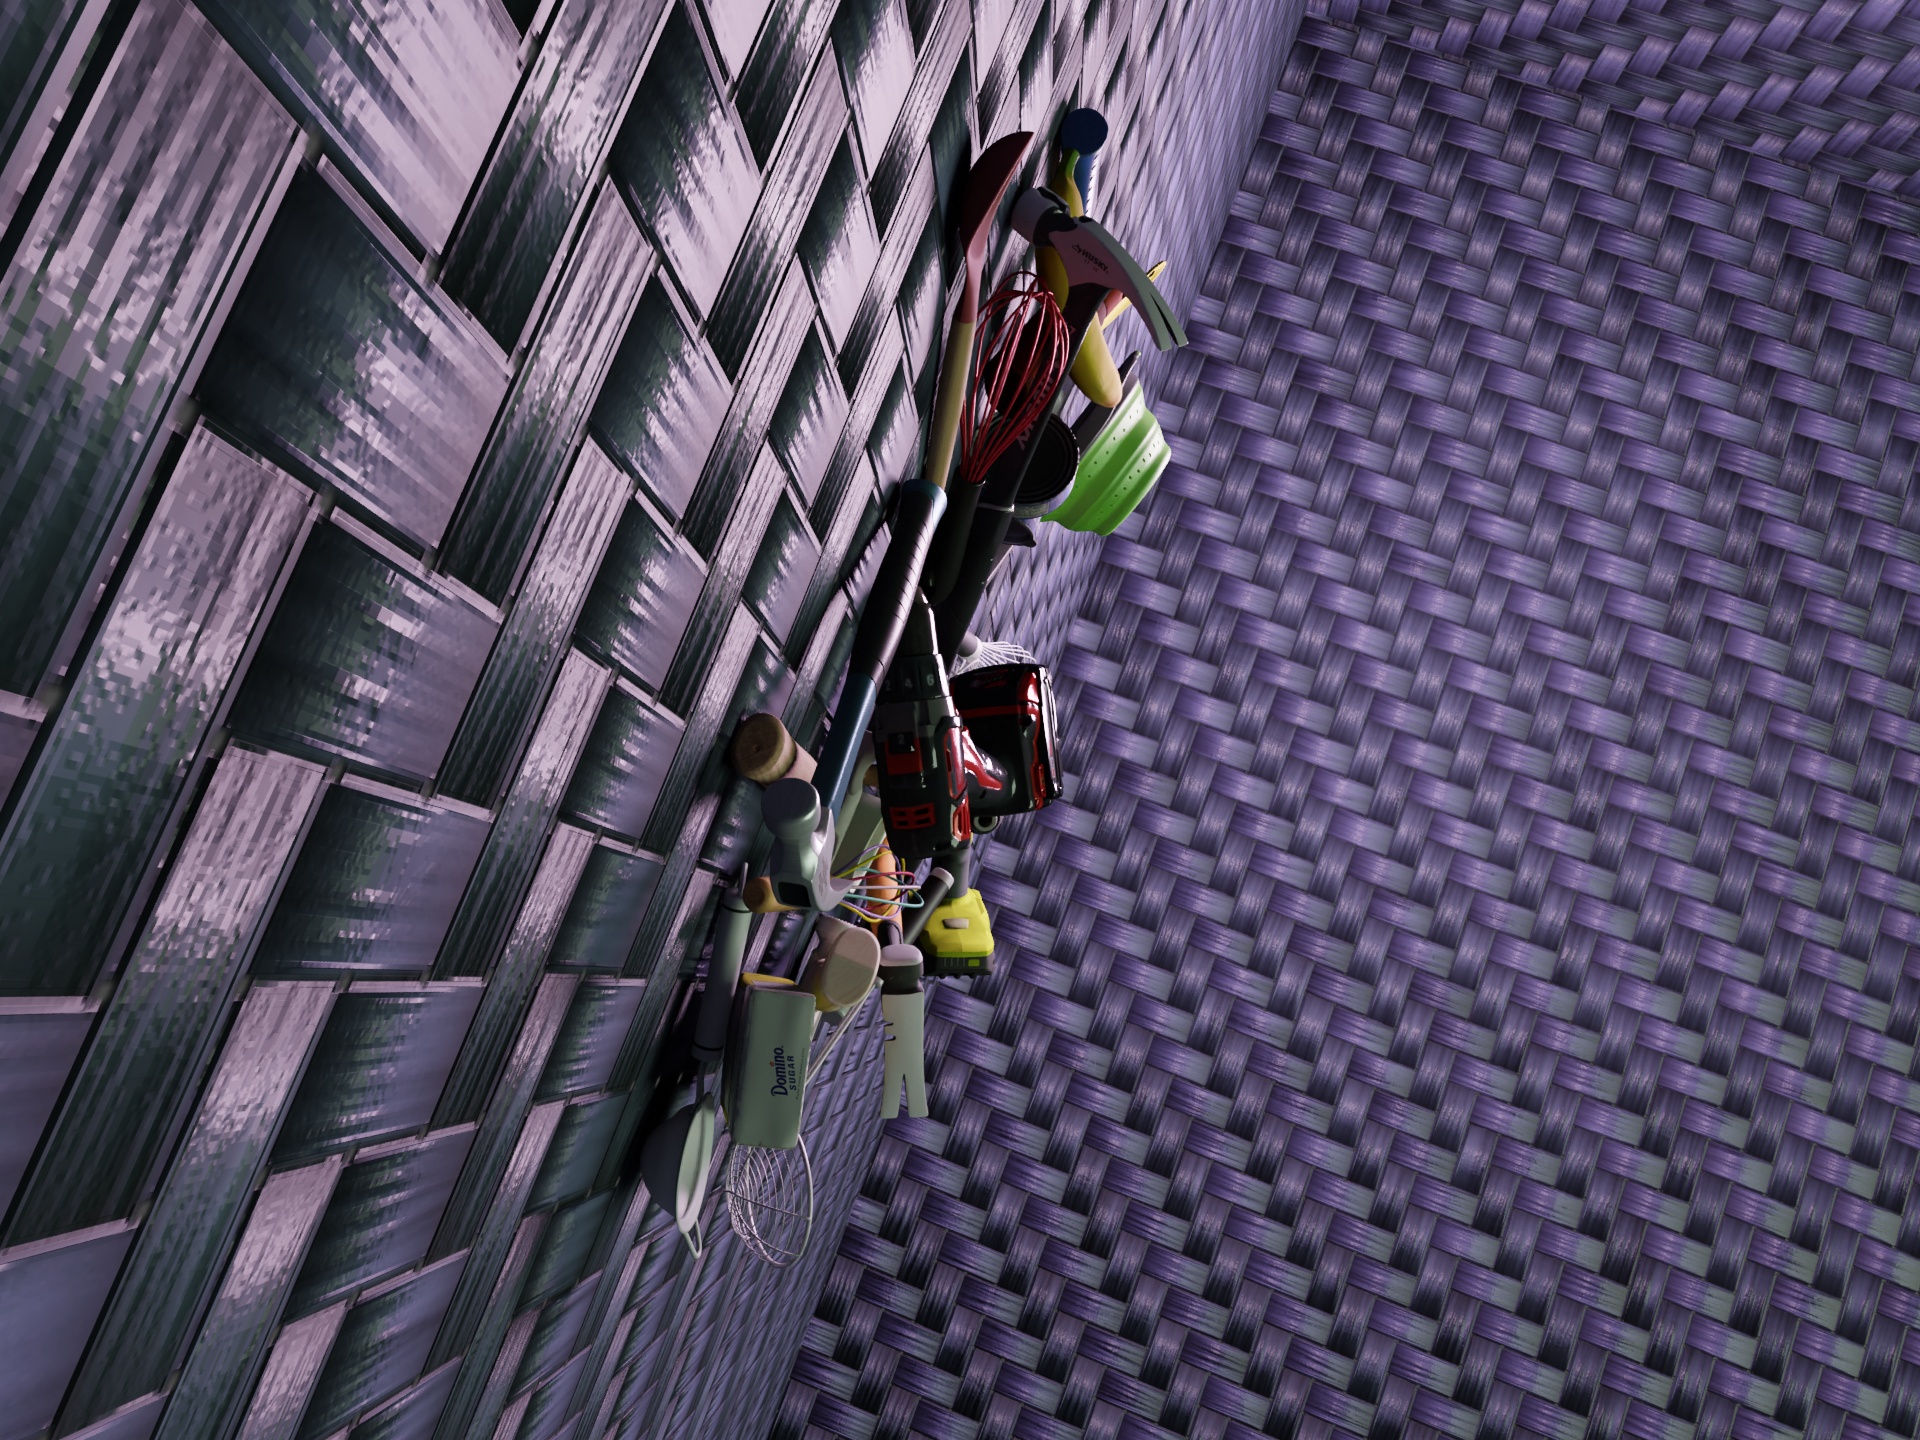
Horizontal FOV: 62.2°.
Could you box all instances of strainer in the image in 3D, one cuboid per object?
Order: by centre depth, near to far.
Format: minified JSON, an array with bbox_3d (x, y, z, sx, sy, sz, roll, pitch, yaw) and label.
[{"bbox_3d":[-0.159,0.208,0.978,0.087,0.050,0.258,-62,166,-79],"label":"strainer"}]

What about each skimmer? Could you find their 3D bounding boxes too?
[{"bbox_3d":[-0.089,0.295,1.389,0.127,0.090,0.363,-13,-143,57],"label":"skimmer"}]

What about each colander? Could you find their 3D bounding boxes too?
[{"bbox_3d":[0.105,-0.196,1.526,0.397,0.094,0.204,-56,-173,-36],"label":"colander"}]

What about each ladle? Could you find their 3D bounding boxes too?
[{"bbox_3d":[0.001,-0.236,1.002,0.315,0.031,0.069,105,10,-55],"label":"ladle"}]

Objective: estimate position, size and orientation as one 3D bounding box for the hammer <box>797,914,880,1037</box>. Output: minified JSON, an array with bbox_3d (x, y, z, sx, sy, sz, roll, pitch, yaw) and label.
[{"bbox_3d":[-0.101,0.203,1.161,0.410,0.038,0.146,127,-15,-77],"label":"hammer"}]

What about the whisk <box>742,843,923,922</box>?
[{"bbox_3d":[-0.080,0.114,1.039,0.047,0.051,0.245,-47,164,10],"label":"whisk"}]

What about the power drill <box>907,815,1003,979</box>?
[{"bbox_3d":[-0.001,0.133,1.553,0.191,0.080,0.228,-117,-150,-67],"label":"power drill"}]

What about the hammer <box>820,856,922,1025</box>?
[{"bbox_3d":[-0.057,0.146,1.482,0.146,0.035,0.334,-63,179,-44],"label":"hammer"}]

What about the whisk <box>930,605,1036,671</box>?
[{"bbox_3d":[0.015,-0.059,1.426,0.070,0.070,0.284,-69,160,-5],"label":"whisk"}]

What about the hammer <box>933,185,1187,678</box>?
[{"bbox_3d":[0.037,-0.171,1.170,0.036,0.149,0.408,-25,150,-42],"label":"hammer"}]

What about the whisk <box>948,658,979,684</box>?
[{"bbox_3d":[-0.016,-0.012,1.437,0.058,0.059,0.246,-51,178,-14],"label":"whisk"}]

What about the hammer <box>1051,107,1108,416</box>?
[{"bbox_3d":[0.088,-0.360,1.323,0.405,0.035,0.144,92,20,-71],"label":"hammer"}]

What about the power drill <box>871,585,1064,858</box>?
[{"bbox_3d":[-0.002,-0.004,1.165,0.226,0.080,0.188,-8,91,-68],"label":"power drill"}]

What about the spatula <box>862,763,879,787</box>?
[{"bbox_3d":[-0.065,0.047,1.369,0.317,0.044,0.082,22,90,-79],"label":"spatula"}]

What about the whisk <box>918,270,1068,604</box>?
[{"bbox_3d":[0.012,-0.187,1.121,0.295,0.073,0.073,111,3,-47],"label":"whisk"}]

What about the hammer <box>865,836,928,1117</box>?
[{"bbox_3d":[-0.055,0.172,1.241,0.337,0.034,0.127,-108,-163,-72],"label":"hammer"}]

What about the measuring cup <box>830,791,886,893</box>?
[{"bbox_3d":[-0.075,0.080,1.279,0.167,0.038,0.083,-53,167,-71],"label":"measuring cup"}]

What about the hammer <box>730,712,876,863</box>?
[{"bbox_3d":[-0.099,0.043,1.000,0.331,0.031,0.130,71,39,-80],"label":"hammer"}]

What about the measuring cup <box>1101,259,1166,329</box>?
[{"bbox_3d":[0.099,-0.323,1.279,0.156,0.029,0.062,-42,168,1],"label":"measuring cup"}]

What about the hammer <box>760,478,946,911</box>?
[{"bbox_3d":[-0.055,-0.030,0.941,0.128,0.033,0.331,90,11,-48],"label":"hammer"}]
